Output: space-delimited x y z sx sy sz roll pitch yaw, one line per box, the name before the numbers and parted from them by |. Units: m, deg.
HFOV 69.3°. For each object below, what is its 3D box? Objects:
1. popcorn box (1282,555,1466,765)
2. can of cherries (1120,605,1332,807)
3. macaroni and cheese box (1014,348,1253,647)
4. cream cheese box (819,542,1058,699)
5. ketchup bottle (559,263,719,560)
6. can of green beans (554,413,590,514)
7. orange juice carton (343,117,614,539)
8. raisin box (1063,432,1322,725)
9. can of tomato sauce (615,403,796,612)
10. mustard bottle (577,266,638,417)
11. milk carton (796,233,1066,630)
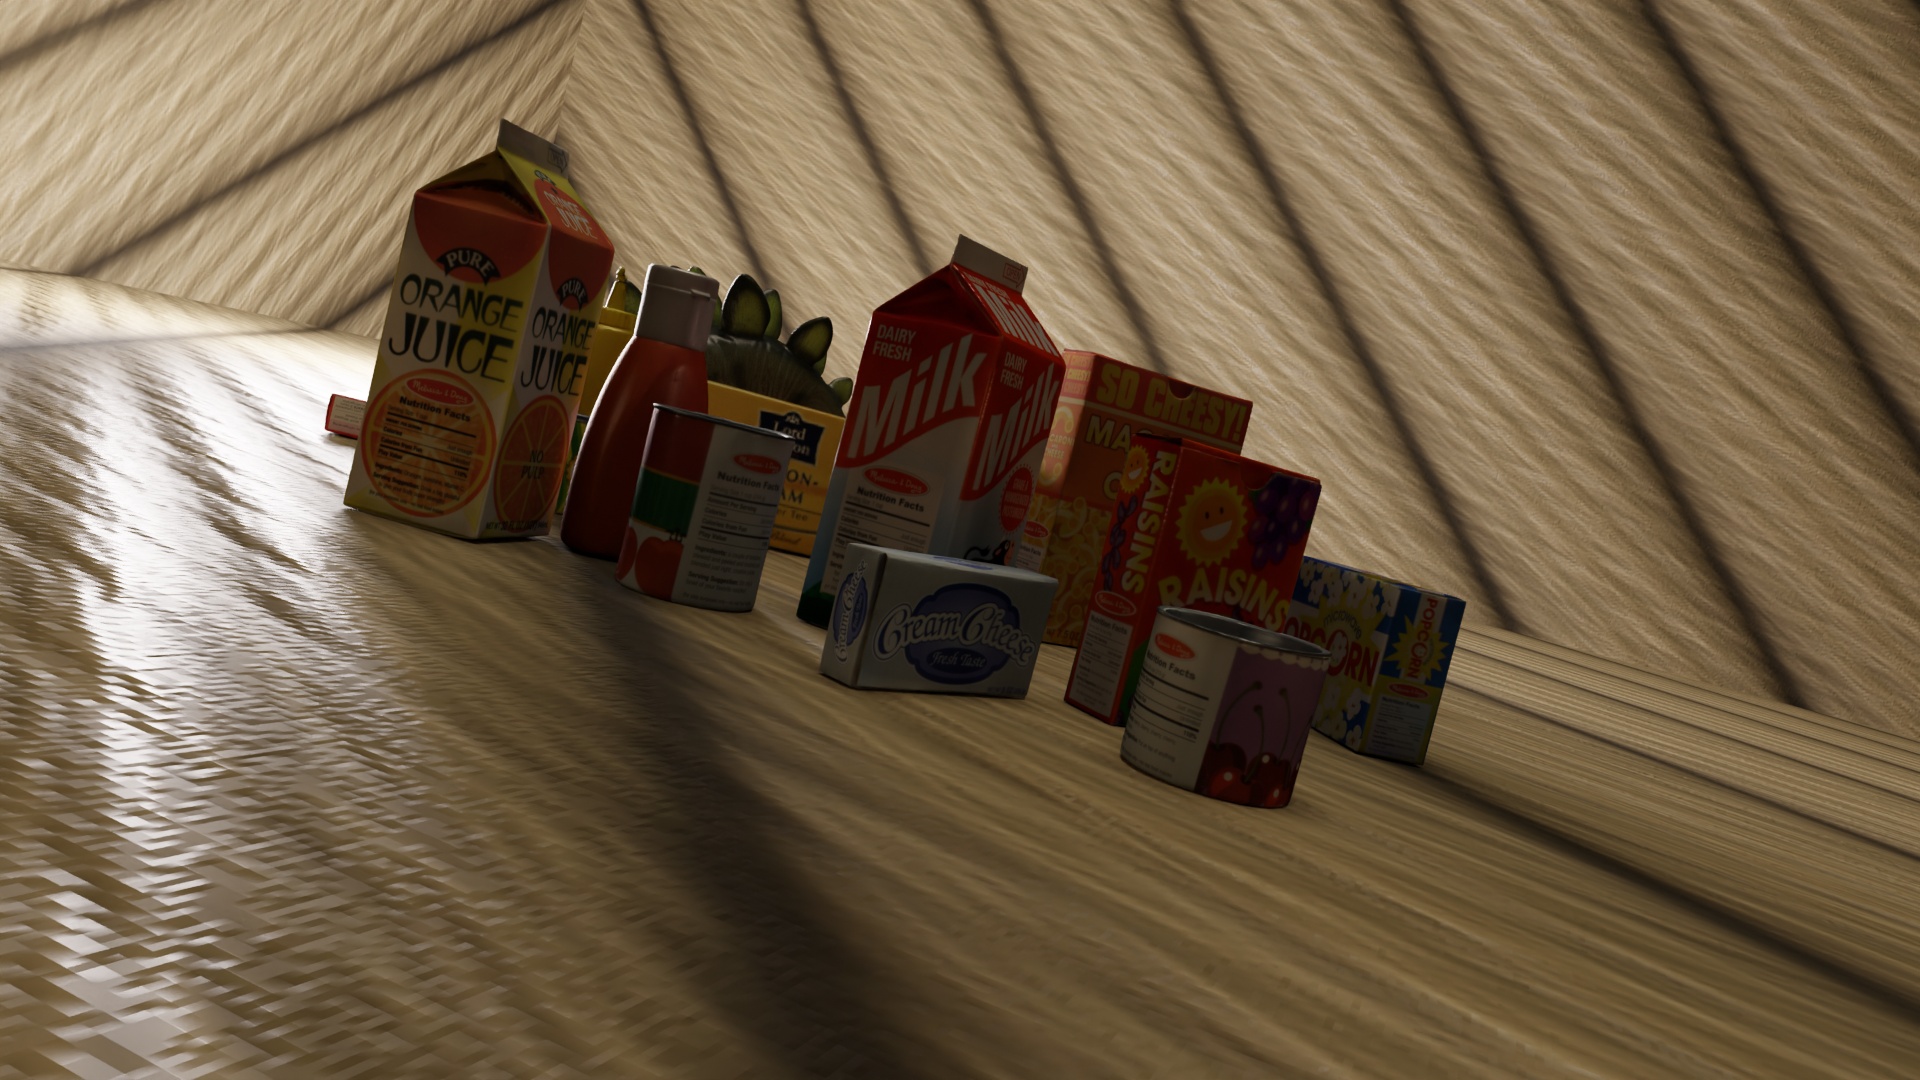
popcorn box | 0.205 0.058 0.729 0.038 0.085 0.127 13 4 -13
can of cherries | 0.100 0.061 0.516 0.071 0.058 0.071 14 4 -1
macaroni and cheese box | 0.099 -0.017 0.821 0.124 0.166 0.040 12 4 -32
cream cheese box | -0.007 0.034 0.560 0.104 0.053 0.024 10 5 -46
ketchup bottle | -0.156 -0.064 0.705 0.043 0.148 0.065 17 5 44
can of green beans | -0.241 -0.048 0.846 0.071 0.057 0.071 14 4 -1
orange juice carton | -0.225 -0.101 0.668 0.073 0.192 0.072 15 3 10
raisin box | 0.103 0.021 0.611 0.086 0.123 0.040 12 4 -32
can of tomato sauce | -0.119 -0.016 0.641 0.071 0.083 0.071 14 4 -1
mustard bottle | -0.255 -0.115 0.984 0.065 0.160 0.049 12 4 -34
milk carton | -0.007 -0.044 0.658 0.073 0.190 0.072 16 4 28
